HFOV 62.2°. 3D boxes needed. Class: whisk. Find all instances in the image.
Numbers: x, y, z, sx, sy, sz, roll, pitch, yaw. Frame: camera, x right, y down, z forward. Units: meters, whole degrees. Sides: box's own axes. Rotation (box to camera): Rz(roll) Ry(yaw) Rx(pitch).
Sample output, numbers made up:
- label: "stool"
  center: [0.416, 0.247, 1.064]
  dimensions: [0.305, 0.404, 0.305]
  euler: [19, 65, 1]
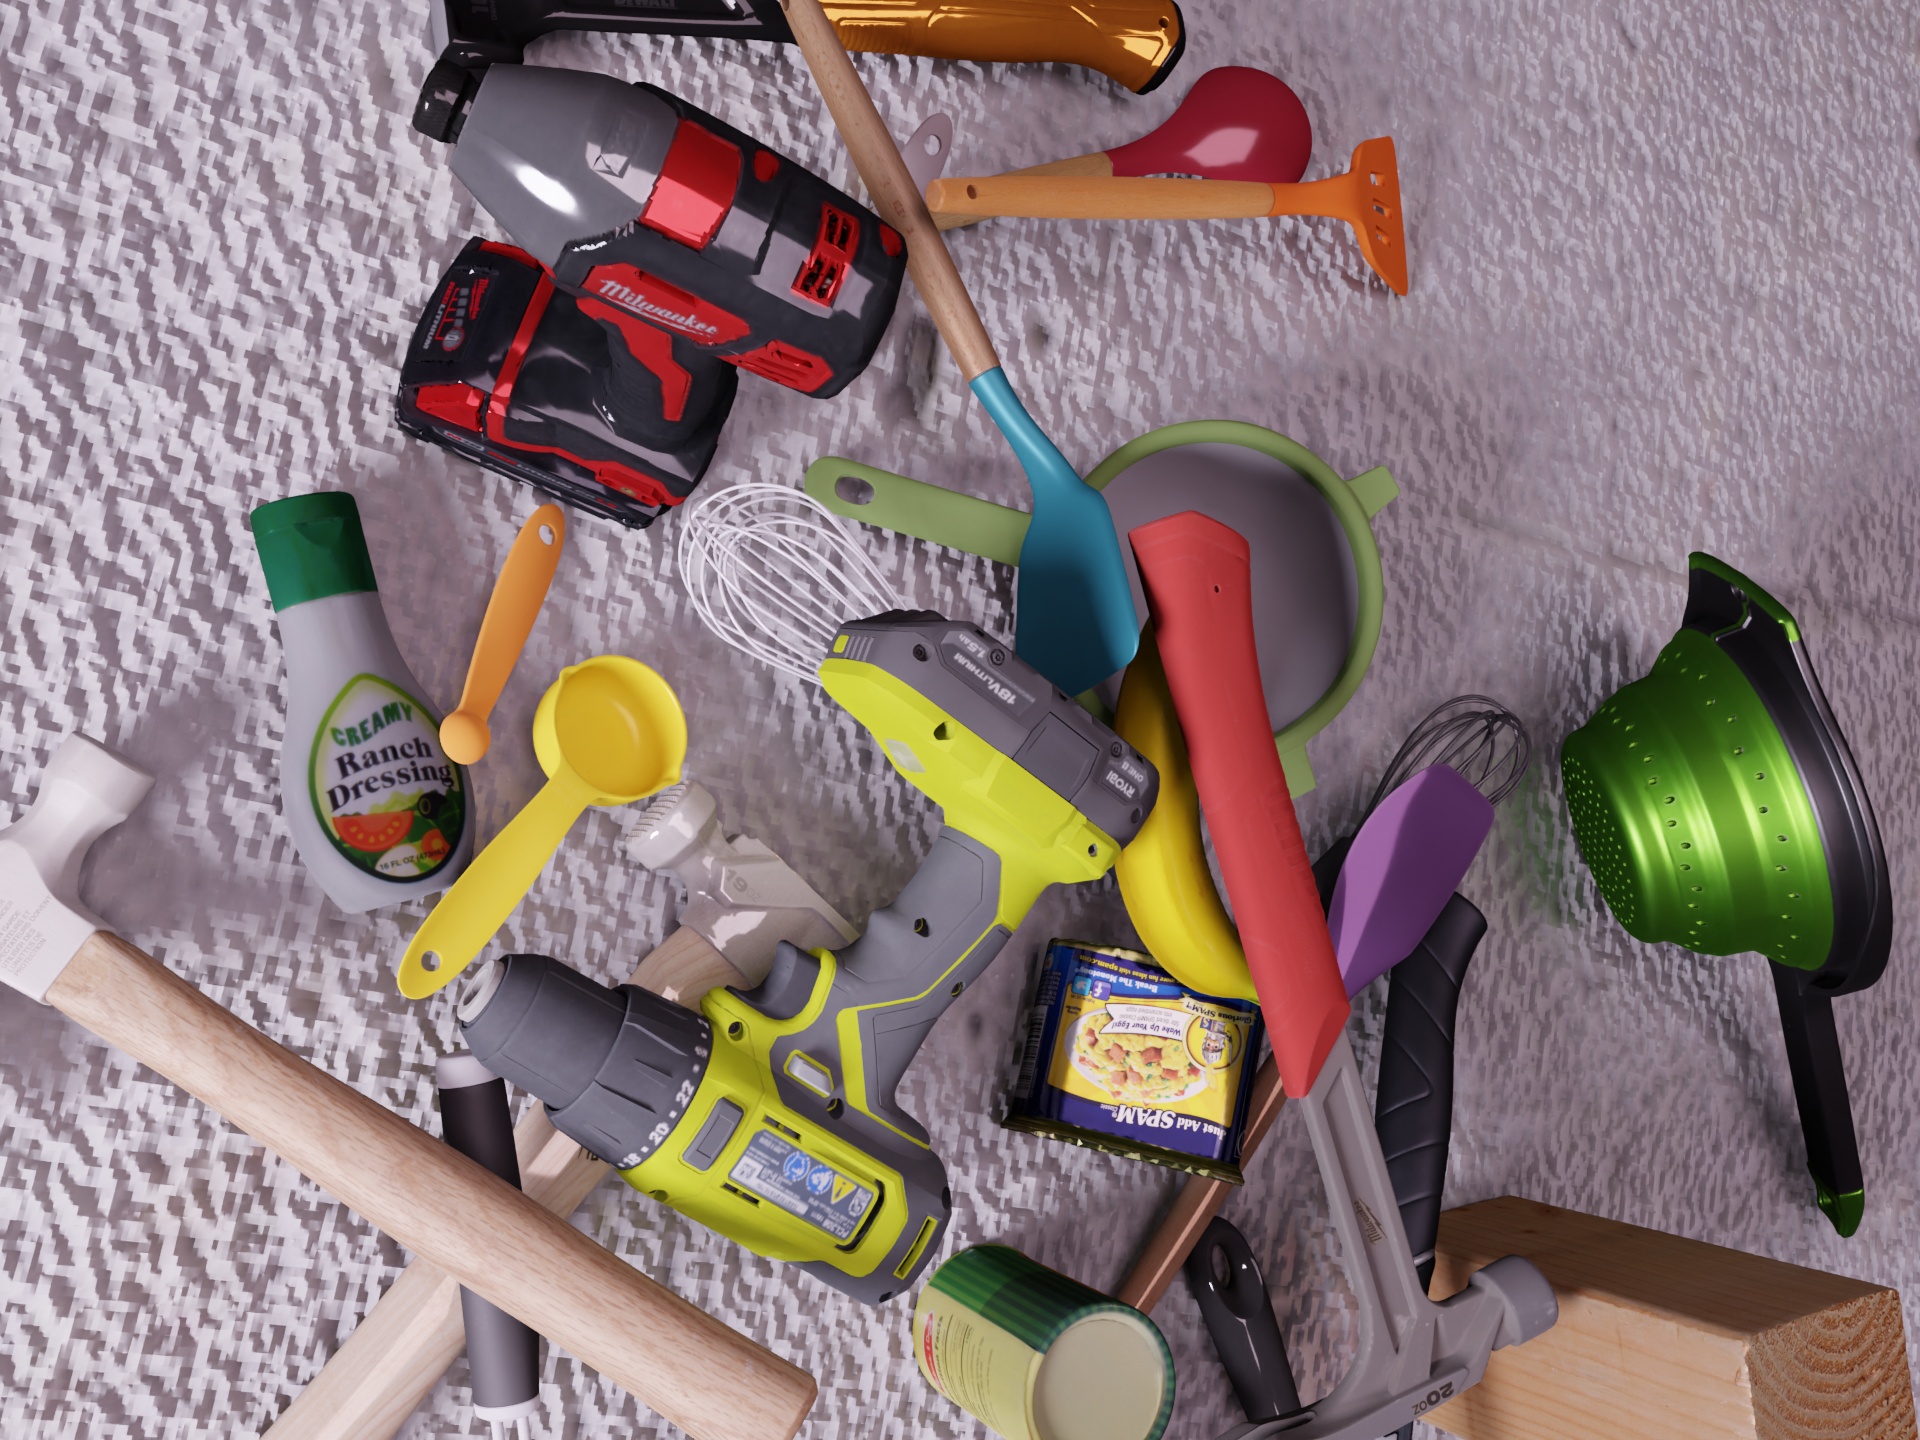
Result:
- label: "whisk"
  center: [0.189, 0.068, 0.757]
  dimensions: [0.239, 0.055, 0.055]
  euler: [-39, 101, -19]
- label: "whisk"
  center: [0.160, 0.363, 0.708]
  dimensions: [0.073, 0.073, 0.296]
  euler: [-19, 86, -25]
- label: "whisk"
  center: [-0.001, -0.001, 0.668]
  dimensions: [0.284, 0.070, 0.070]
  euler: [38, 71, -22]

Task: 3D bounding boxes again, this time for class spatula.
- label: "spatula"
  center: [-0.009, -0.160, 0.637]
  dimensions: [0.044, 0.082, 0.317]
  euler: [-26, 89, -35]
- label: "spatula"
  center: [0.144, 0.154, 0.714]
  dimensions: [0.059, 0.018, 0.316]
  euler: [37, 80, -17]
- label: "spatula"
  center: [0.113, -0.232, 0.718]
  dimensions: [0.322, 0.041, 0.081]
  euler: [-12, 98, -35]

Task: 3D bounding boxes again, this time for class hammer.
- label: "hammer"
  center: [-0.053, -0.310, 0.681]
  dimensions: [0.336, 0.034, 0.127]
  euler: [-6, 89, -24]
- label: "hammer"
  center: [0.181, 0.254, 0.681]
  dimensions: [0.036, 0.149, 0.409]
  euler: [65, 34, -54]
- label: "hammer"
  center: [-0.183, 0.218, 0.572]
  dimensions: [0.146, 0.038, 0.411]
  euler: [46, 69, -15]
- label: "hammer"
  center: [-0.195, 0.143, 0.516]
  dimensions: [0.331, 0.031, 0.130]
  euler: [32, 77, 4]
- label: "hammer"
  center: [0.121, 0.097, 0.618]
  dimensions: [0.149, 0.037, 0.359]
  euler: [-17, 91, -19]

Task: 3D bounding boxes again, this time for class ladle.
- label: "ladle"
  center: [0.044, -0.249, 0.730]
  dimensions: [0.315, 0.031, 0.069]
  euler: [-22, 88, -23]

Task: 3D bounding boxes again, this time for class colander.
- label: "colander"
  center: [0.388, 0.116, 0.814]
  dimensions: [0.094, 0.205, 0.396]
  euler: [-18, 111, 8]

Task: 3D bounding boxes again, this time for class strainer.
- label: "strainer"
  center: [0.055, -0.068, 0.705]
  dimensions: [0.256, 0.069, 0.151]
  euler: [16, 90, -5]

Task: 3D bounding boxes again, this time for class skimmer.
- label: "skimmer"
  center: [-0.151, 0.294, 0.514]
  dimensions: [0.127, 0.090, 0.363]
  euler: [-8, 88, 9]

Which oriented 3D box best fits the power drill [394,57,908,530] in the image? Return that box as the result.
- label: "power drill"
  center: [-0.121, -0.140, 0.534]
  dimensions: [0.143, 0.220, 0.078]
  euler: [23, 76, -21]

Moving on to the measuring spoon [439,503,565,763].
- label: "measuring spoon"
  center: [-0.168, -0.036, 0.599]
  dimensions: [0.021, 0.011, 0.117]
  euler: [41, 50, -40]

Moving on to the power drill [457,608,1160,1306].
- label: "power drill"
  center: [-0.048, 0.075, 0.579]
  dimensions: [0.190, 0.080, 0.228]
  euler: [37, 79, -22]

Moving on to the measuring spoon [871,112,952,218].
- label: "measuring spoon"
  center: [-0.031, -0.203, 0.676]
  dimensions: [0.034, 0.018, 0.124]
  euler: [26, 90, -30]

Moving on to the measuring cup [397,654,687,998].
- label: "measuring cup"
  center: [-0.158, 0.040, 0.585]
  dimensions: [0.062, 0.029, 0.157]
  euler: [46, 53, -19]
